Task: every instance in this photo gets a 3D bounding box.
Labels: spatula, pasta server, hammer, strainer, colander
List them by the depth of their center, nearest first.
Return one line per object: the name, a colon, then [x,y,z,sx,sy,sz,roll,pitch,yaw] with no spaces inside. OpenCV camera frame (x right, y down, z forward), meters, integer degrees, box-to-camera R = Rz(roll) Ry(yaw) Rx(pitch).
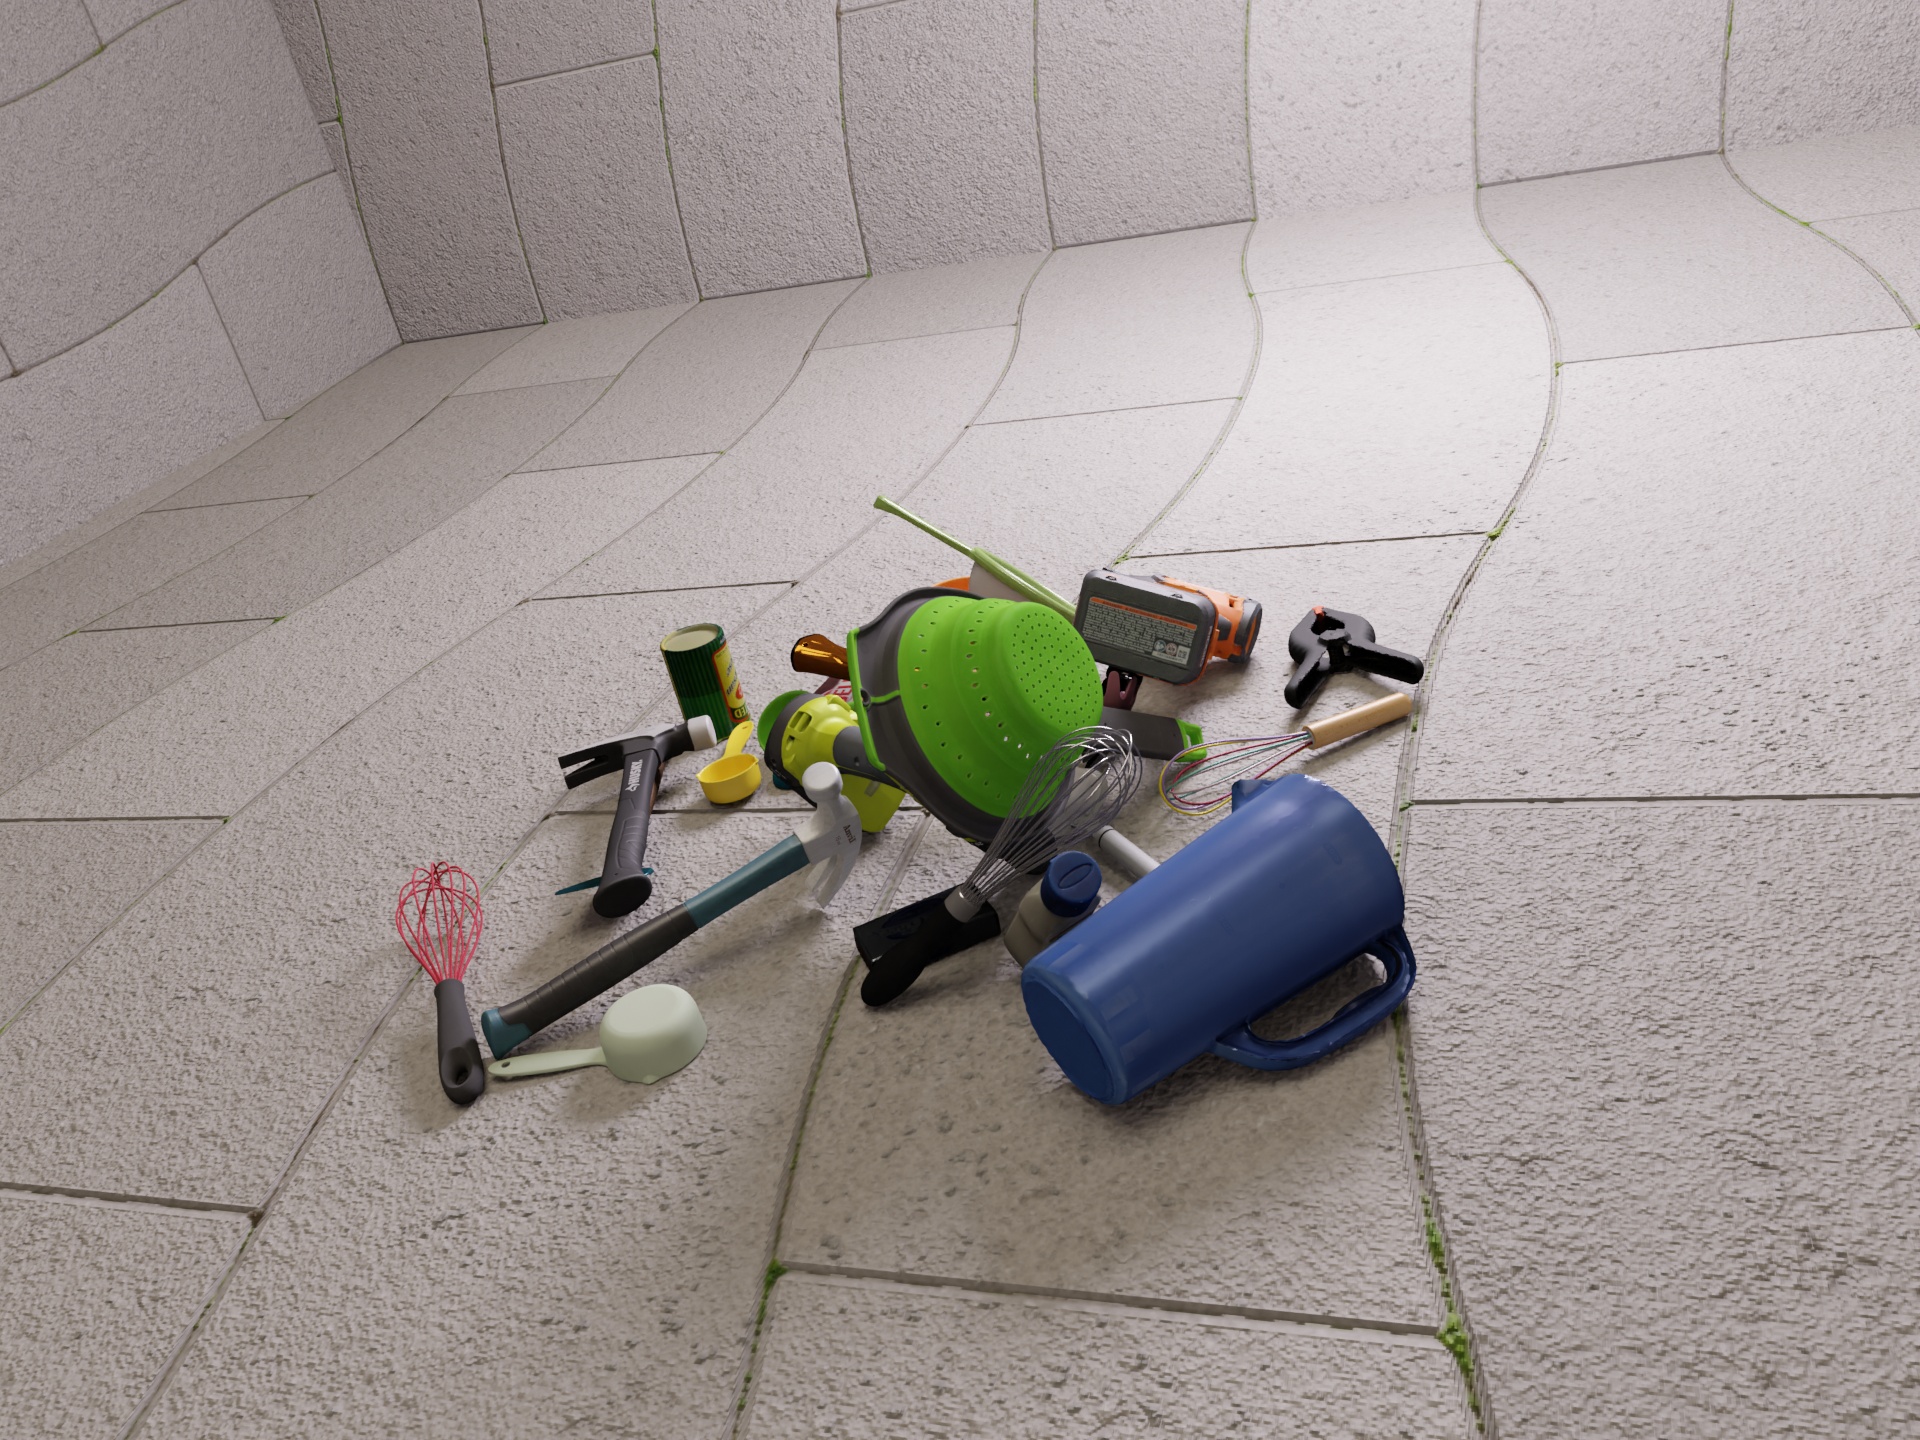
colander: [0.093,-0.012,1.214,0.396,0.205,0.094,8,-27,-45]
hammer: [-0.222,0.158,1.232,0.331,0.128,0.033,-31,50,-12]
strainer: [0.113,0.088,1.273,0.087,0.050,0.259,-38,37,-11]
pasta server: [-0.002,-0.004,1.385,0.316,0.060,0.040,-4,71,13]
hammer: [-0.291,0.082,1.387,0.146,0.035,0.335,-14,22,-2]
spatula: [-0.297,0.082,1.461,0.082,0.044,0.318,-13,27,5]
hammer: [-0.009,-0.030,1.465,0.337,0.034,0.127,11,49,23]
strainer: [0.015,-0.132,1.572,0.256,0.069,0.151,30,9,-6]

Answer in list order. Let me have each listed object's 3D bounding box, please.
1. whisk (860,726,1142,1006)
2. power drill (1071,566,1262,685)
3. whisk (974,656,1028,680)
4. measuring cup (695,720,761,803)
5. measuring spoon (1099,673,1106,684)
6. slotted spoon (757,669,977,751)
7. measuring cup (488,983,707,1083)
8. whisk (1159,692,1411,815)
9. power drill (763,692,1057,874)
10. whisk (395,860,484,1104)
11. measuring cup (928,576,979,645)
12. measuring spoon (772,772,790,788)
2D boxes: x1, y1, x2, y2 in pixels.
whisk: [0.023,0.108,1.124,0.284,0.070,0.070,-46,21,19]
power drill: [0.173,-0.093,1.437,0.164,0.084,0.226,17,13,18]
whisk: [-0.018,-0.007,1.498,0.246,0.059,0.058,-29,12,-18]
measuring cup: [-0.213,0.039,1.530,0.062,0.029,0.157,-14,19,6]
measuring spoon: [0.128,-0.041,1.523,0.124,0.018,0.034,-23,30,-16]
slotted spoon: [-0.073,-0.014,1.449,0.314,0.070,0.031,-13,-15,42]
measuring cup: [-0.273,0.234,1.175,0.167,0.038,0.083,-9,28,4]
whisk: [0.272,0.025,1.323,0.245,0.051,0.047,-19,53,-18]
power drill: [-0.039,0.052,1.288,0.229,0.190,0.080,7,60,52]
whisk: [-0.412,0.204,1.279,0.073,0.073,0.296,-20,35,-11]
measuring cup: [-0.007,-0.088,1.636,0.095,0.052,0.174,-6,31,14]
measuring spoon: [-0.134,0.057,1.456,0.042,0.021,0.129,-28,30,-24]
